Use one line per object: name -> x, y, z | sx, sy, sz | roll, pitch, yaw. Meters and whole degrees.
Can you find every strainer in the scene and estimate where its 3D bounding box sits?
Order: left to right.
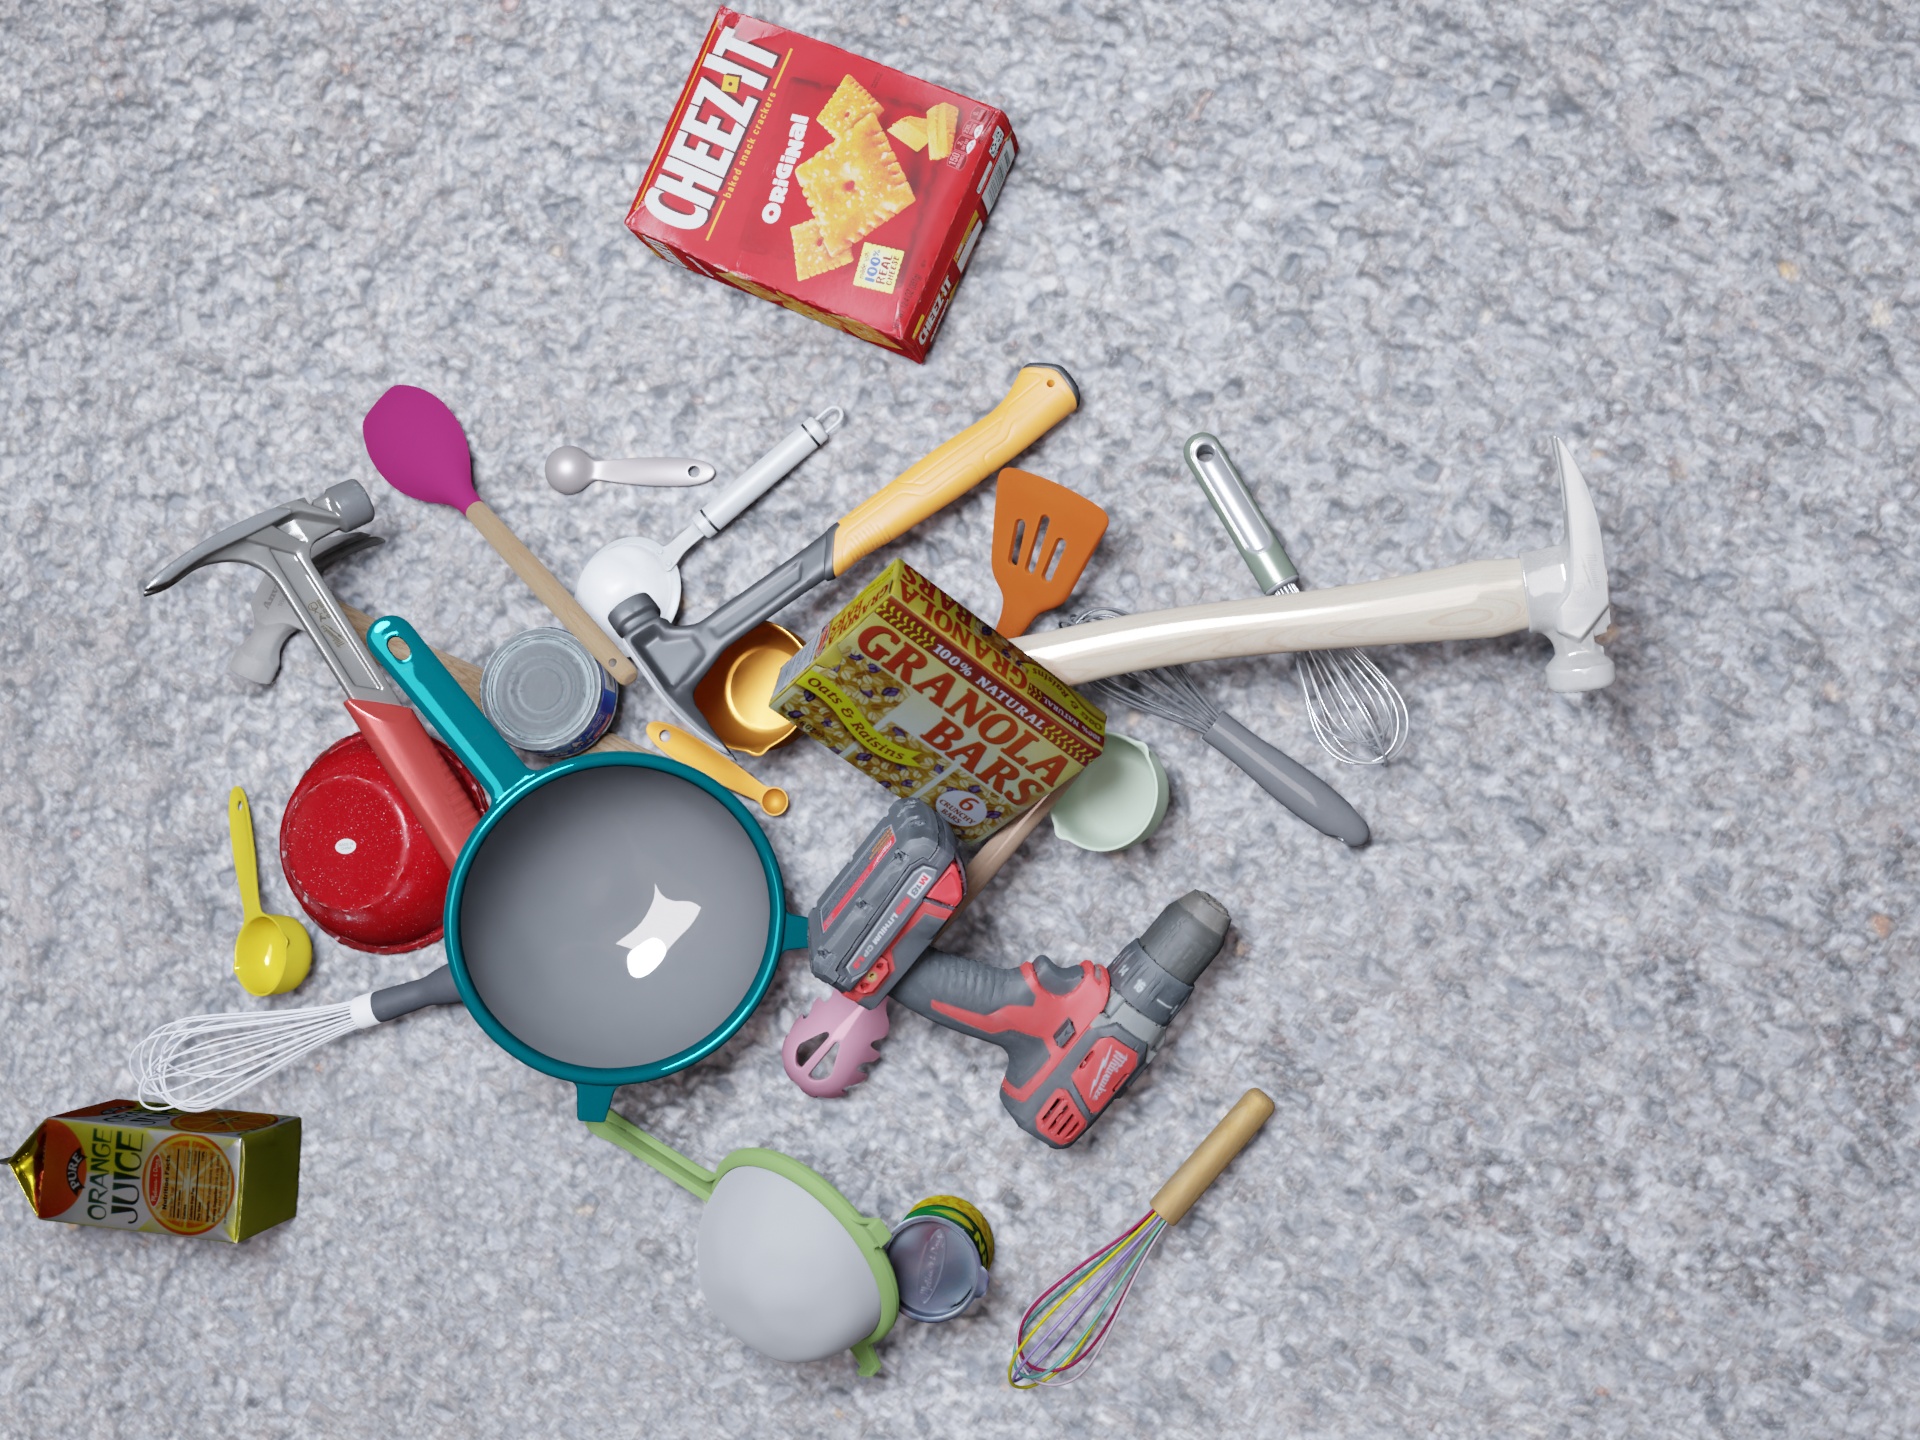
strainer -> -0.263, 0.073, 1.027 | 0.211, 0.095, 0.340 | -39, 100, -11
strainer -> -0.181, -0.130, 1.081 | 0.258, 0.050, 0.087 | -40, 67, 3
strainer -> -0.159, 0.327, 1.014 | 0.256, 0.069, 0.151 | 24, 129, 25

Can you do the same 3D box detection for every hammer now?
hammer -> -0.373, 0.027, 1.051 | 0.149, 0.037, 0.359 | -34, 100, -27
hammer -> -0.348, -0.028, 1.108 | 0.331, 0.031, 0.130 | 25, 92, 10
hammer -> -0.058, -0.117, 1.024 | 0.337, 0.034, 0.127 | -37, 73, -6
hammer -> 0.167, -0.064, 0.951 | 0.410, 0.038, 0.146 | -8, 99, 14

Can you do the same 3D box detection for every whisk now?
whisk -> -0.441, 0.211, 1.105 | 0.284, 0.070, 0.070 | -18, 85, 4
whisk -> 0.115, 0.331, 1.011 | 0.047, 0.051, 0.245 | 41, 91, -12
whisk -> 0.161, 0.005, 1.013 | 0.239, 0.055, 0.055 | 37, 94, 5
whisk -> 0.207, -0.078, 1.006 | 0.058, 0.059, 0.246 | -29, 78, 5

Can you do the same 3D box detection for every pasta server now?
pasta server -> -0.012, 0.126, 1.026 | 0.060, 0.040, 0.316 | 41, 99, 9

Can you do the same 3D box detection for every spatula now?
spatula -> -0.002, -0.003, 1.033 | 0.081, 0.041, 0.322 | 28, 97, 19

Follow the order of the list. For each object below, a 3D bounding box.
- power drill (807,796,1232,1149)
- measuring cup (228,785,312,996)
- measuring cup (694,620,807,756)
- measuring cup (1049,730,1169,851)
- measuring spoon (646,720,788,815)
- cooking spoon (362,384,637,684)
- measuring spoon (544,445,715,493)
power drill -> 0.039, 0.140, 0.978 | 0.226, 0.080, 0.188 | 36, 98, -16
measuring cup -> -0.495, 0.120, 1.132 | 0.062, 0.029, 0.157 | -27, 70, 26
measuring cup -> -0.094, -0.030, 1.054 | 0.173, 0.052, 0.095 | -10, 85, 7
measuring cup -> 0.070, 0.015, 1.035 | 0.083, 0.038, 0.168 | -48, 63, 15
measuring spoon -> -0.166, 0.031, 1.086 | 0.117, 0.011, 0.021 | 29, 93, 13
cooking spoon -> -0.315, -0.128, 1.079 | 0.069, 0.017, 0.319 | -48, 67, 4
measuring spoon -> -0.231, -0.174, 1.100 | 0.124, 0.018, 0.034 | 2, 88, 9
